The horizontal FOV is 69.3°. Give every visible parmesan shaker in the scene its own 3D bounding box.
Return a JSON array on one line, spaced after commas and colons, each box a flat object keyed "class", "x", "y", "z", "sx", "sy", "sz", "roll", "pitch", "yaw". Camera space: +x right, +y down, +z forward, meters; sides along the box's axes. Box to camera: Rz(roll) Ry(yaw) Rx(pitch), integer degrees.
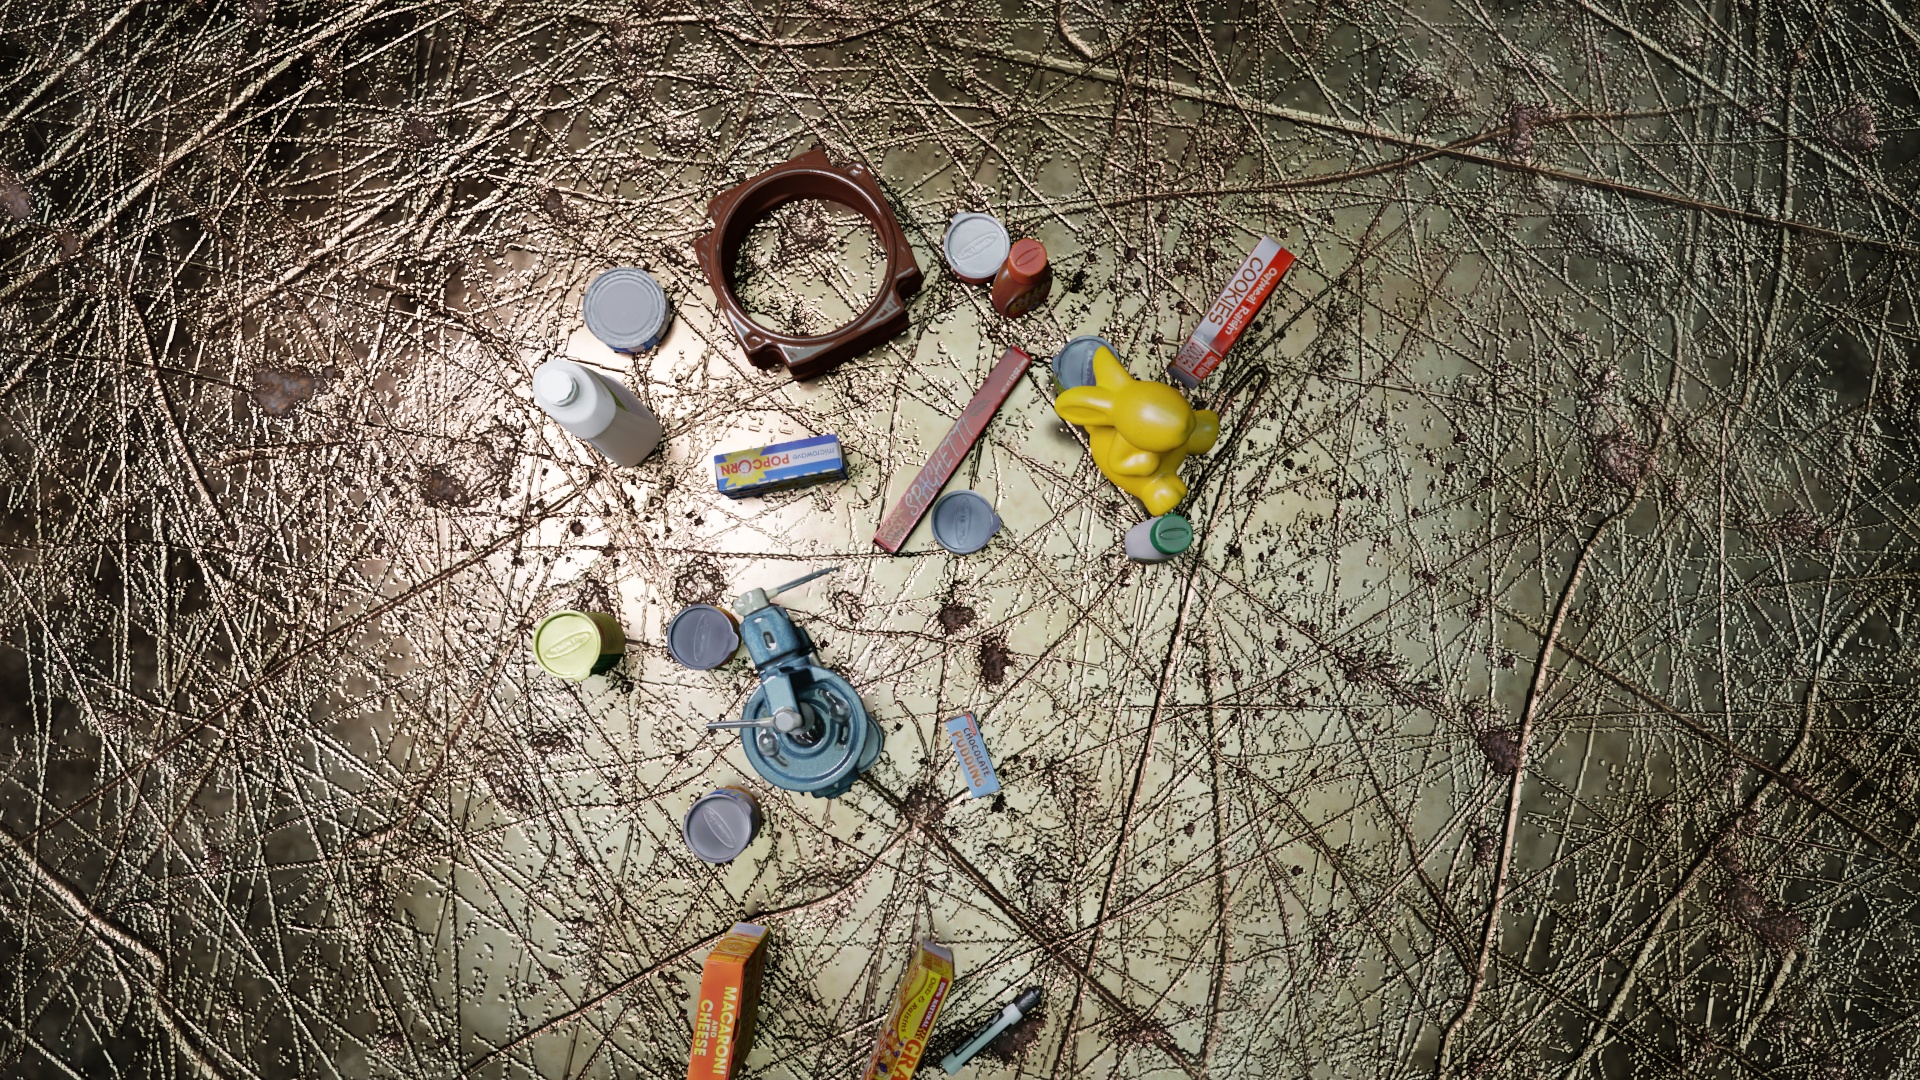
[{"class": "parmesan shaker", "x": -0.376, "y": 0.105, "z": 1.379, "sx": 0.071, "sy": 0.103, "sz": 0.071, "roll": 0, "pitch": 86, "yaw": 0}]

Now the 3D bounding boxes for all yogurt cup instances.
[{"class": "yogurt cup", "x": 0.017, "y": -0.299, "z": 1.441, "sx": 0.072, "sy": 0.054, "sz": 0.072, "roll": 0, "pitch": 85, "yaw": 0}]

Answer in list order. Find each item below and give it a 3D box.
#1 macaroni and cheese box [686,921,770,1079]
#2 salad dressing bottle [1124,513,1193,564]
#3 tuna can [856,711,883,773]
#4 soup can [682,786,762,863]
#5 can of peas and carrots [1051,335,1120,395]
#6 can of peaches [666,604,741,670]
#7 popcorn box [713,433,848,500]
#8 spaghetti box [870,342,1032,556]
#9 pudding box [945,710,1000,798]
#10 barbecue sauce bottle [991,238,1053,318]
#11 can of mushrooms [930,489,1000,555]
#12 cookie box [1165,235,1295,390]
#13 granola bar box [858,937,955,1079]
[{"class": "macaroni and cheese box", "x": -0.218, "y": 0.442, "z": 1.320, "sx": 0.040, "sy": 0.166, "sz": 0.123, "roll": 8, "pitch": 86, "yaw": 0}, {"class": "salad dressing bottle", "x": 0.199, "y": -0.002, "z": 1.370, "sx": 0.064, "sy": 0.147, "sz": 0.044, "roll": -6, "pitch": 86, "yaw": -1}, {"class": "tuna can", "x": -0.114, "y": 0.204, "z": 1.408, "sx": 0.071, "sy": 0.033, "sz": 0.071, "roll": 0, "pitch": 85, "yaw": 0}, {"class": "soup can", "x": -0.232, "y": 0.278, "z": 1.375, "sx": 0.071, "sy": 0.083, "sz": 0.071, "roll": 0, "pitch": 86, "yaw": 0}, {"class": "can of peas and carrots", "x": 0.127, "y": -0.173, "z": 1.428, "sx": 0.071, "sy": 0.058, "sz": 0.071, "roll": 0, "pitch": 85, "yaw": 0}, {"class": "can of peaches", "x": -0.255, "y": 0.099, "z": 1.403, "sx": 0.071, "sy": 0.058, "sz": 0.071, "roll": 0, "pitch": 85, "yaw": 0}, {"class": "popcorn box", "x": -0.180, "y": -0.074, "z": 1.404, "sx": 0.127, "sy": 0.085, "sz": 0.038, "roll": -10, "pitch": 86, "yaw": -1}, {"class": "spaghetti box", "x": -0.009, "y": -0.091, "z": 1.425, "sx": 0.029, "sy": 0.050, "sz": 0.250, "roll": 35, "pitch": 86, "yaw": 2}, {"class": "pudding box", "x": 0.012, "y": 0.215, "z": 1.399, "sx": 0.030, "sy": 0.049, "sz": 0.083, "roll": -20, "pitch": 86, "yaw": -2}, {"class": "barbecue sauce bottle", "x": 0.064, "y": -0.265, "z": 1.391, "sx": 0.065, "sy": 0.148, "sz": 0.043, "roll": -32, "pitch": 87, "yaw": -2}, {"class": "can of mushrooms", "x": 0.005, "y": -0.018, "z": 1.427, "sx": 0.071, "sy": 0.033, "sz": 0.071, "roll": 0, "pitch": 85, "yaw": 0}, {"class": "cookie box", "x": 0.266, "y": -0.222, "z": 1.379, "sx": 0.040, "sy": 0.167, "sz": 0.123, "roll": 36, "pitch": 86, "yaw": 2}, {"class": "granola bar box", "x": -0.055, "y": 0.480, "z": 1.339, "sx": 0.039, "sy": 0.124, "sz": 0.165, "roll": 24, "pitch": 86, "yaw": 1}]
